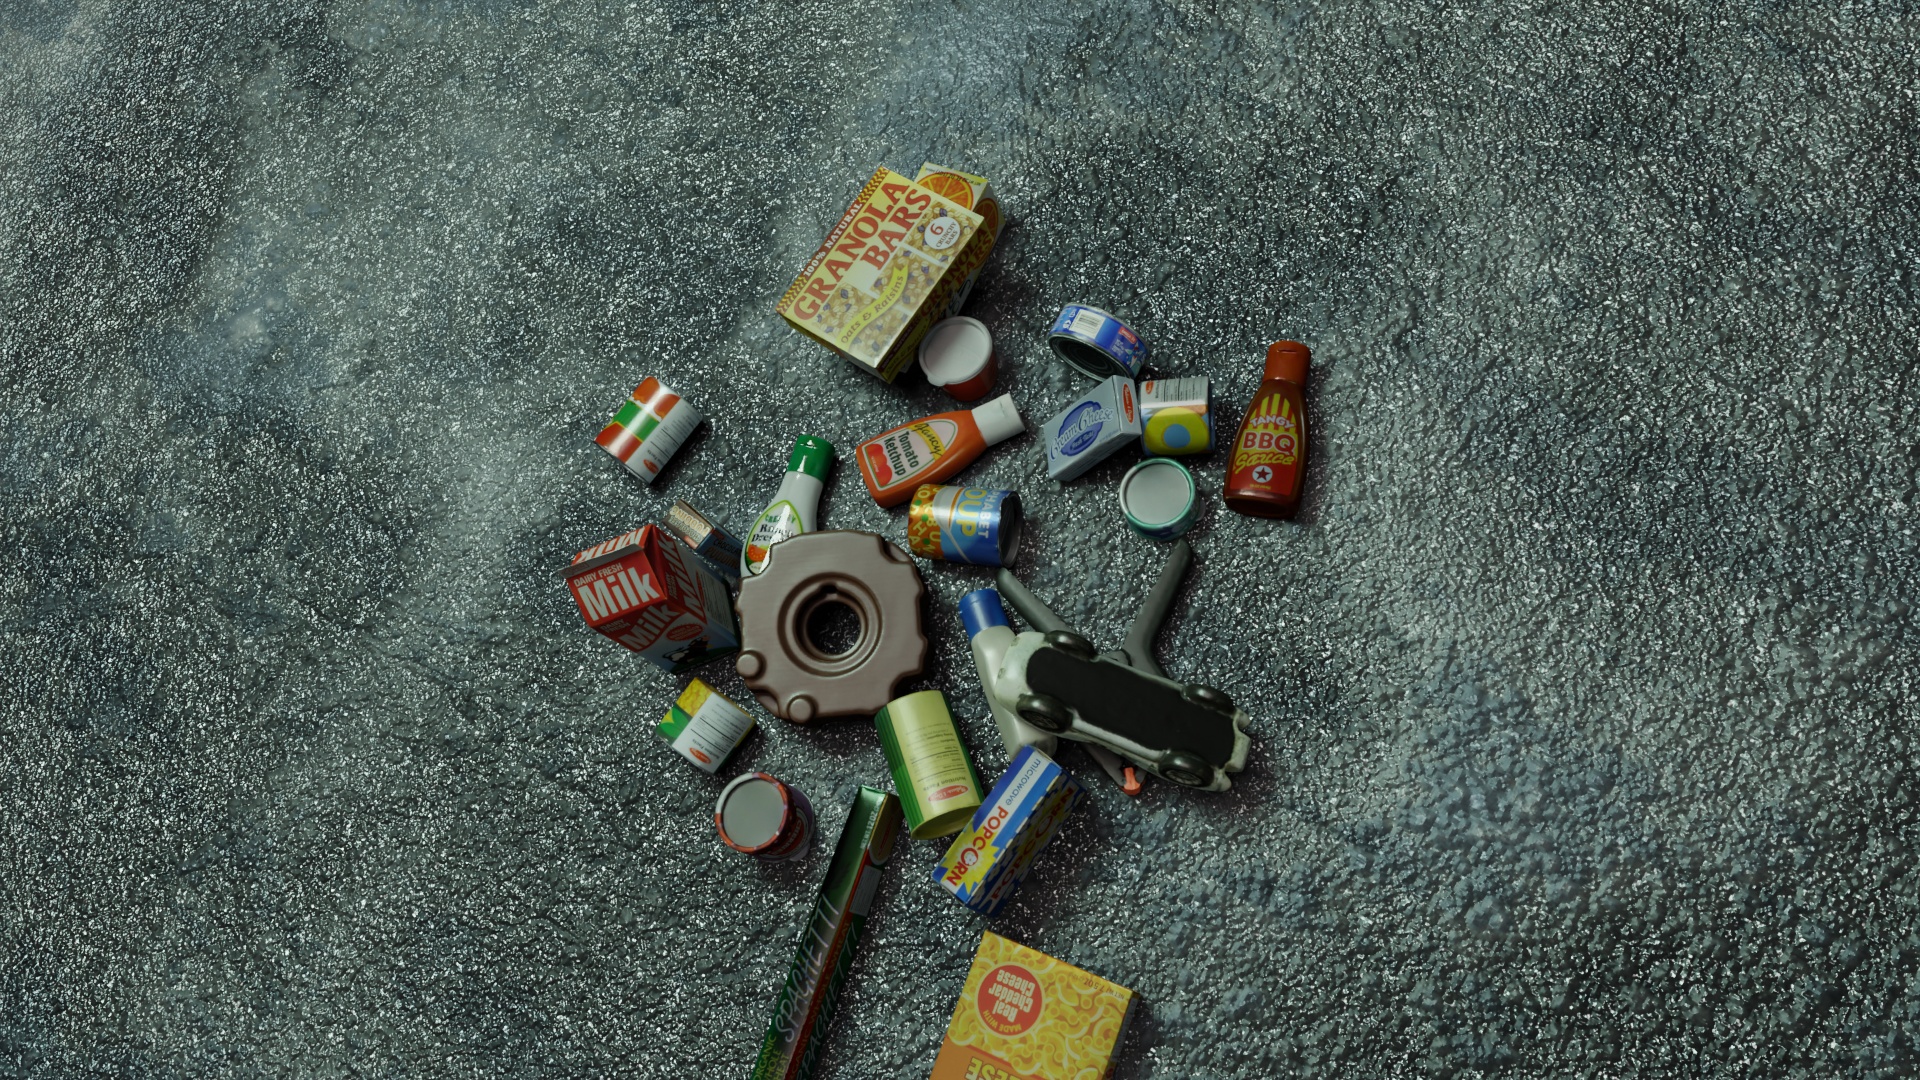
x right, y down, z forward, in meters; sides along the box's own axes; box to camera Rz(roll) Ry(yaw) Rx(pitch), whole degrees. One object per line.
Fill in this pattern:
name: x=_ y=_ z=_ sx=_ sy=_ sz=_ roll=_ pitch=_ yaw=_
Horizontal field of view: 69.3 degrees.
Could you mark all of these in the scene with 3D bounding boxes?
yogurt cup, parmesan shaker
yogurt cup: x=0.001 y=-0.162 z=1.261 sx=0.072 sy=0.054 sz=0.072 roll=-6 pitch=68 yaw=14
parmesan shaker: x=-0.022 y=0.181 z=1.126 sx=0.071 sy=0.071 sz=0.103 roll=-24 pitch=64 yaw=6

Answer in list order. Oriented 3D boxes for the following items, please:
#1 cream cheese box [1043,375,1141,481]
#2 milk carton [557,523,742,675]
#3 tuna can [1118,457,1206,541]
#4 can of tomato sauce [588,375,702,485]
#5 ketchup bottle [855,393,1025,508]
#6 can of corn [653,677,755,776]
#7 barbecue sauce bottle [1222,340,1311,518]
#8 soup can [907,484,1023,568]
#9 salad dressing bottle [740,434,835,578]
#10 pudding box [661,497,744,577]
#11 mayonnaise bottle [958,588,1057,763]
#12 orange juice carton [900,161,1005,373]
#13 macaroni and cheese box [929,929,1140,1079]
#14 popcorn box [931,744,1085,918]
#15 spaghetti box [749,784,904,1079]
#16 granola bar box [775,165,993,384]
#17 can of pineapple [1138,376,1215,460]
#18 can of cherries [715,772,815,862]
cream cheese box: x=0.111 y=-0.094 z=1.184 sx=0.103 sy=0.024 sz=0.053 roll=-34 pitch=54 yaw=50
milk carton: x=-0.262 y=0.047 z=1.179 sx=0.072 sy=0.190 sz=0.074 roll=-20 pitch=65 yaw=8
tuna can: x=0.170 y=-0.035 z=1.172 sx=0.071 sy=0.032 sz=0.071 roll=-6 pitch=67 yaw=15
can of tomato sauce: x=-0.298 y=-0.106 z=1.320 sx=0.071 sy=0.071 sz=0.083 roll=34 pitch=81 yaw=25
ketchup bottle: x=-0.016 y=-0.085 z=1.242 sx=0.149 sy=0.043 sz=0.065 roll=-24 pitch=64 yaw=6
can of corn: x=-0.220 y=0.159 z=1.193 sx=0.071 sy=0.071 sz=0.058 roll=33 pitch=81 yaw=25
barbecue sauce bottle: x=0.263 y=-0.094 z=1.162 sx=0.065 sy=0.043 sz=0.149 roll=8 pitch=71 yaw=20
soup can: x=0.004 y=-0.015 z=1.192 sx=0.084 sy=0.071 sz=0.071 roll=6 pitch=71 yaw=19
salad dressing bottle: x=-0.153 y=-0.023 z=1.256 sx=0.064 sy=0.044 sz=0.148 roll=12 pitch=72 yaw=17
pudding box: x=-0.226 y=-0.002 z=1.248 sx=0.050 sy=0.083 sz=0.030 roll=37 pitch=86 yaw=25
mayonnaise bottle: x=0.037 y=0.110 z=1.139 sx=0.041 sy=0.064 sz=0.148 roll=-15 pitch=60 yaw=-9
orange juice carton: x=-0.037 y=-0.247 z=1.296 sx=0.072 sy=0.073 sz=0.193 roll=22 pitch=77 yaw=23
macaroni and cheese box: x=0.046 y=0.393 z=1.033 sx=0.124 sy=0.040 sz=0.167 roll=16 pitch=74 yaw=22
popcorn box: x=0.039 y=0.226 z=1.077 sx=0.038 sy=0.085 sz=0.127 roll=33 pitch=82 yaw=26
spaghetti box: x=-0.103 y=0.319 z=1.102 sx=0.029 sy=0.050 sz=0.250 roll=14 pitch=74 yaw=23
granola bar box: x=-0.067 y=-0.237 z=1.238 sx=0.124 sy=0.039 sz=0.166 roll=32 pitch=82 yaw=24
can of pineapple: x=0.184 y=-0.103 z=1.179 sx=0.058 sy=0.071 sz=0.071 roll=-3 pitch=68 yaw=15
can of cherries: x=-0.159 y=0.231 z=1.149 sx=0.071 sy=0.058 sz=0.072 roll=-6 pitch=67 yaw=15
